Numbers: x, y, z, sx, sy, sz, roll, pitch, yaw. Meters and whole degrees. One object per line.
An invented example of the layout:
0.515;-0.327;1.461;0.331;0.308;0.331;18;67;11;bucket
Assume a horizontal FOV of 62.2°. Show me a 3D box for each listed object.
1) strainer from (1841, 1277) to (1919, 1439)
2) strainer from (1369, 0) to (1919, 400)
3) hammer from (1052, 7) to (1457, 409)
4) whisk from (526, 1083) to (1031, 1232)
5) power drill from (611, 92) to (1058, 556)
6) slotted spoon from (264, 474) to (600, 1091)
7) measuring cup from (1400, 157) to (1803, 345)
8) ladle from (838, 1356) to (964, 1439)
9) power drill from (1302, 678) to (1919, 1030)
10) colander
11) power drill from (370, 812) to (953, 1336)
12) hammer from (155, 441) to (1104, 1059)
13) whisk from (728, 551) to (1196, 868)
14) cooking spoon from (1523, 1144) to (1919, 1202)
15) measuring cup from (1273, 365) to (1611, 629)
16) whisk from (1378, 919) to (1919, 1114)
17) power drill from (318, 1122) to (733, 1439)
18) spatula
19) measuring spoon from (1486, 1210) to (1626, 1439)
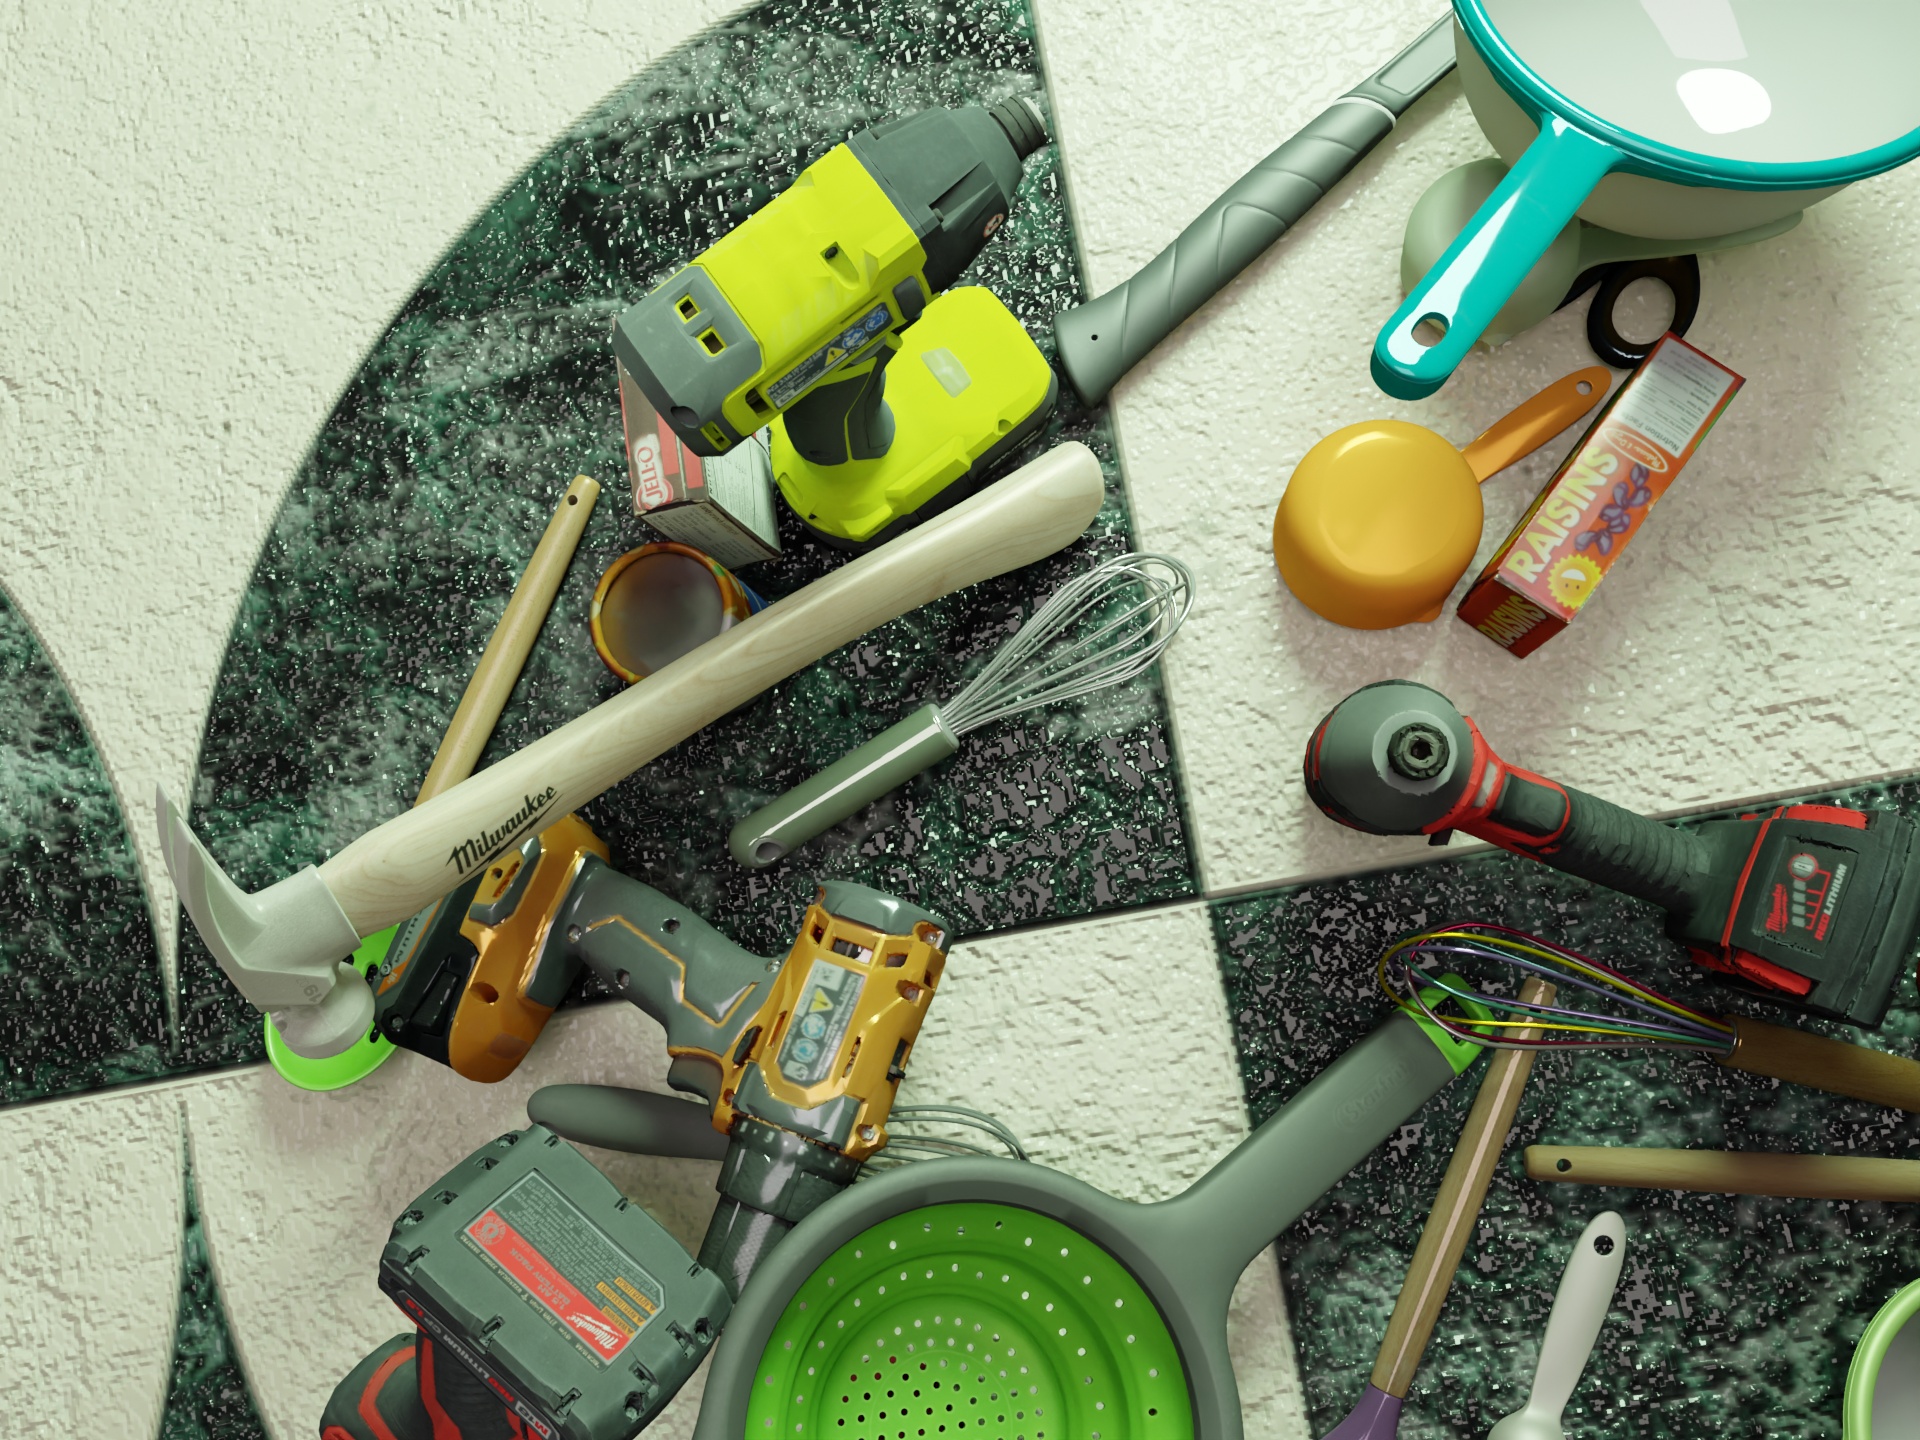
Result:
0.432;0.323;0.585;0.151;0.069;0.256;-37;70;-20;strainer
0.252;-0.225;0.630;0.211;0.095;0.340;36;71;14;strainer
0.204;-0.288;0.734;0.409;0.036;0.149;-41;80;1;hammer
-0.083;0.187;0.703;0.239;0.055;0.055;5;83;13;whisk
-0.030;-0.154;0.652;0.171;0.223;0.080;-36;79;2;power drill
-0.242;0.026;0.758;0.070;0.031;0.314;22;84;10;slotted spoon
0.278;-0.215;0.692;0.167;0.038;0.083;-5;76;15;measuring cup
0.006;0.429;0.666;0.069;0.031;0.315;-17;82;5;ladle
0.247;0.043;0.627;0.220;0.143;0.078;20;88;8;power drill
0.063;0.236;0.649;0.397;0.094;0.204;-34;78;-20;colander
-0.134;0.139;0.676;0.226;0.084;0.185;16;74;17;power drill
-0.106;-0.019;0.643;0.410;0.146;0.038;-32;57;-21;hammer
-0.001;-0.002;0.721;0.246;0.057;0.059;-32;45;6;whisk
0.395;0.188;0.646;0.319;0.017;0.069;1;81;8;cooking spoon
0.218;-0.112;0.697;0.173;0.052;0.095;-35;79;1;measuring cup
0.290;0.126;0.651;0.245;0.051;0.047;14;103;-1;whisk
-0.166;0.289;0.637;0.188;0.080;0.226;37;129;13;power drill
0.186;0.255;0.668;0.060;0.018;0.316;22;87;11;spatula
0.251;0.263;0.657;0.034;0.018;0.124;21;85;11;measuring spoon
